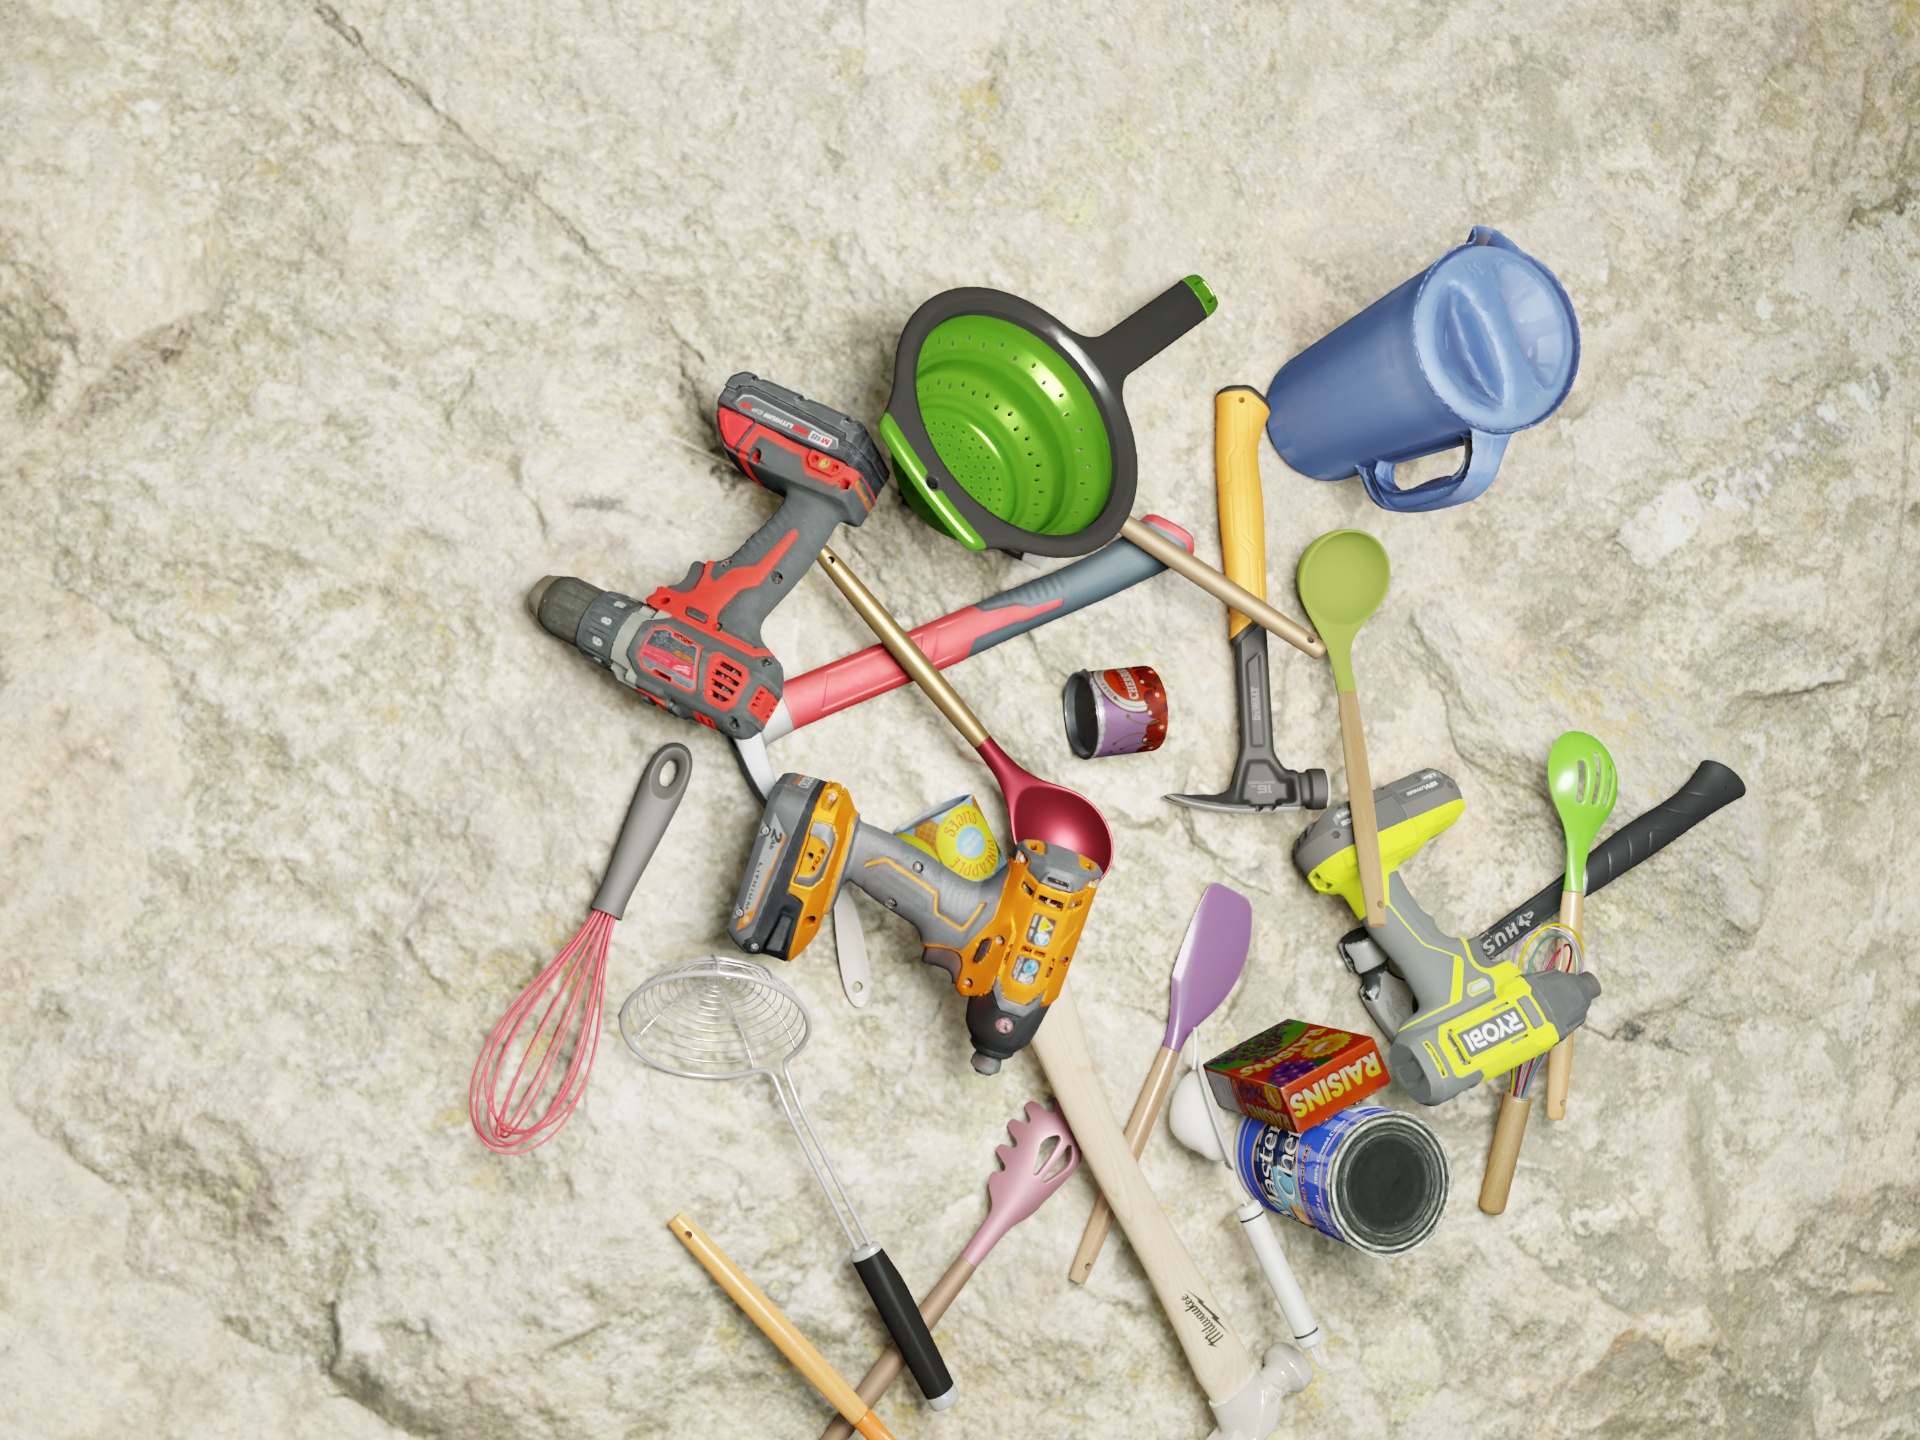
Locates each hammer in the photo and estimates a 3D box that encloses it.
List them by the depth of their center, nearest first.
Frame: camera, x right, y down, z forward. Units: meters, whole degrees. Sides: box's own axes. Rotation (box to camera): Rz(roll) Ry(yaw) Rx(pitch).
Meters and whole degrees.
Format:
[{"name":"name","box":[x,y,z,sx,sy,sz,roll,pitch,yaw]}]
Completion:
[{"name":"hammer","box":[0.120,0.355,1.149,0.146,0.038,0.410,-32,99,-33]},{"name":"hammer","box":[0.011,-0.051,1.175,0.386,0.038,0.143,-23,94,-18]},{"name":"hammer","box":[0.215,-0.096,1.237,0.127,0.034,0.337,-1,83,-3]},{"name":"hammer","box":[0.501,0.147,1.317,0.409,0.036,0.149,-29,96,-18]}]

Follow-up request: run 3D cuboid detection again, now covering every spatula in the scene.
[{"name":"spatula","box":[-0.086,0.460,1.097,0.081,0.041,0.322,-43,88,-9]},{"name":"spatula","box":[0.152,0.274,1.206,0.059,0.018,0.316,30,77,-22]}]

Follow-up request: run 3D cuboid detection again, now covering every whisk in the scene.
[{"name":"whisk","box":[-0.248,0.148,1.071,0.073,0.073,0.296,26,73,-14]},{"name":"whisk","box":[0.451,0.278,1.262,0.047,0.051,0.245,2,102,-36]}]

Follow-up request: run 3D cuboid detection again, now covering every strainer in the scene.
[{"name":"strainer","box":[0.208,0.356,1.174,0.050,0.087,0.258,-26,82,6]}]

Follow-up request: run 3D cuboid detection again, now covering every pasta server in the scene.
[{"name":"pasta server","box":[-0.013,0.408,1.142,0.060,0.040,0.316,41,79,-11]}]

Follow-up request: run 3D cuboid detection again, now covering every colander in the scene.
[{"name":"colander","box":[0.066,-0.233,1.168,0.204,0.094,0.397,53,50,-5]}]

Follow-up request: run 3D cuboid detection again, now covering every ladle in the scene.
[{"name":"ladle","box":[-0.002,-0.004,1.136,0.069,0.031,0.315,-42,99,-14]},{"name":"ladle","box":[0.302,-0.001,1.203,0.078,0.062,0.320,8,62,-17]}]

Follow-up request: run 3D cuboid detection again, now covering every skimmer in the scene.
[{"name":"skimmer","box":[-0.104,0.319,1.072,0.127,0.090,0.363,-27,92,22]}]

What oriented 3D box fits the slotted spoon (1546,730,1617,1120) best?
[{"name":"slotted spoon","box":[0.494,0.164,1.283,0.070,0.031,0.314,7,87,-21]}]

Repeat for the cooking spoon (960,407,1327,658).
[{"name":"cooking spoon","box":[0.136,-0.137,1.191,0.319,0.017,0.069,34,66,5]}]

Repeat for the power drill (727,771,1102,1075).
[{"name":"power drill","box":[-0.036,0.139,1.075,0.226,0.084,0.164,18,99,0]}]

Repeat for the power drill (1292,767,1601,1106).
[{"name":"power drill","box":[0.368,0.158,1.208,0.171,0.080,0.223,-21,70,-16]}]

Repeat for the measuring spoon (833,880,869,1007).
[{"name":"measuring spoon","box":[-0.083,0.146,1.146,0.034,0.018,0.124,-10,96,-18]}]

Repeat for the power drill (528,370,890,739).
[{"name":"power drill","box":[-0.170,-0.117,1.077,0.188,0.080,0.227,26,81,15]}]
